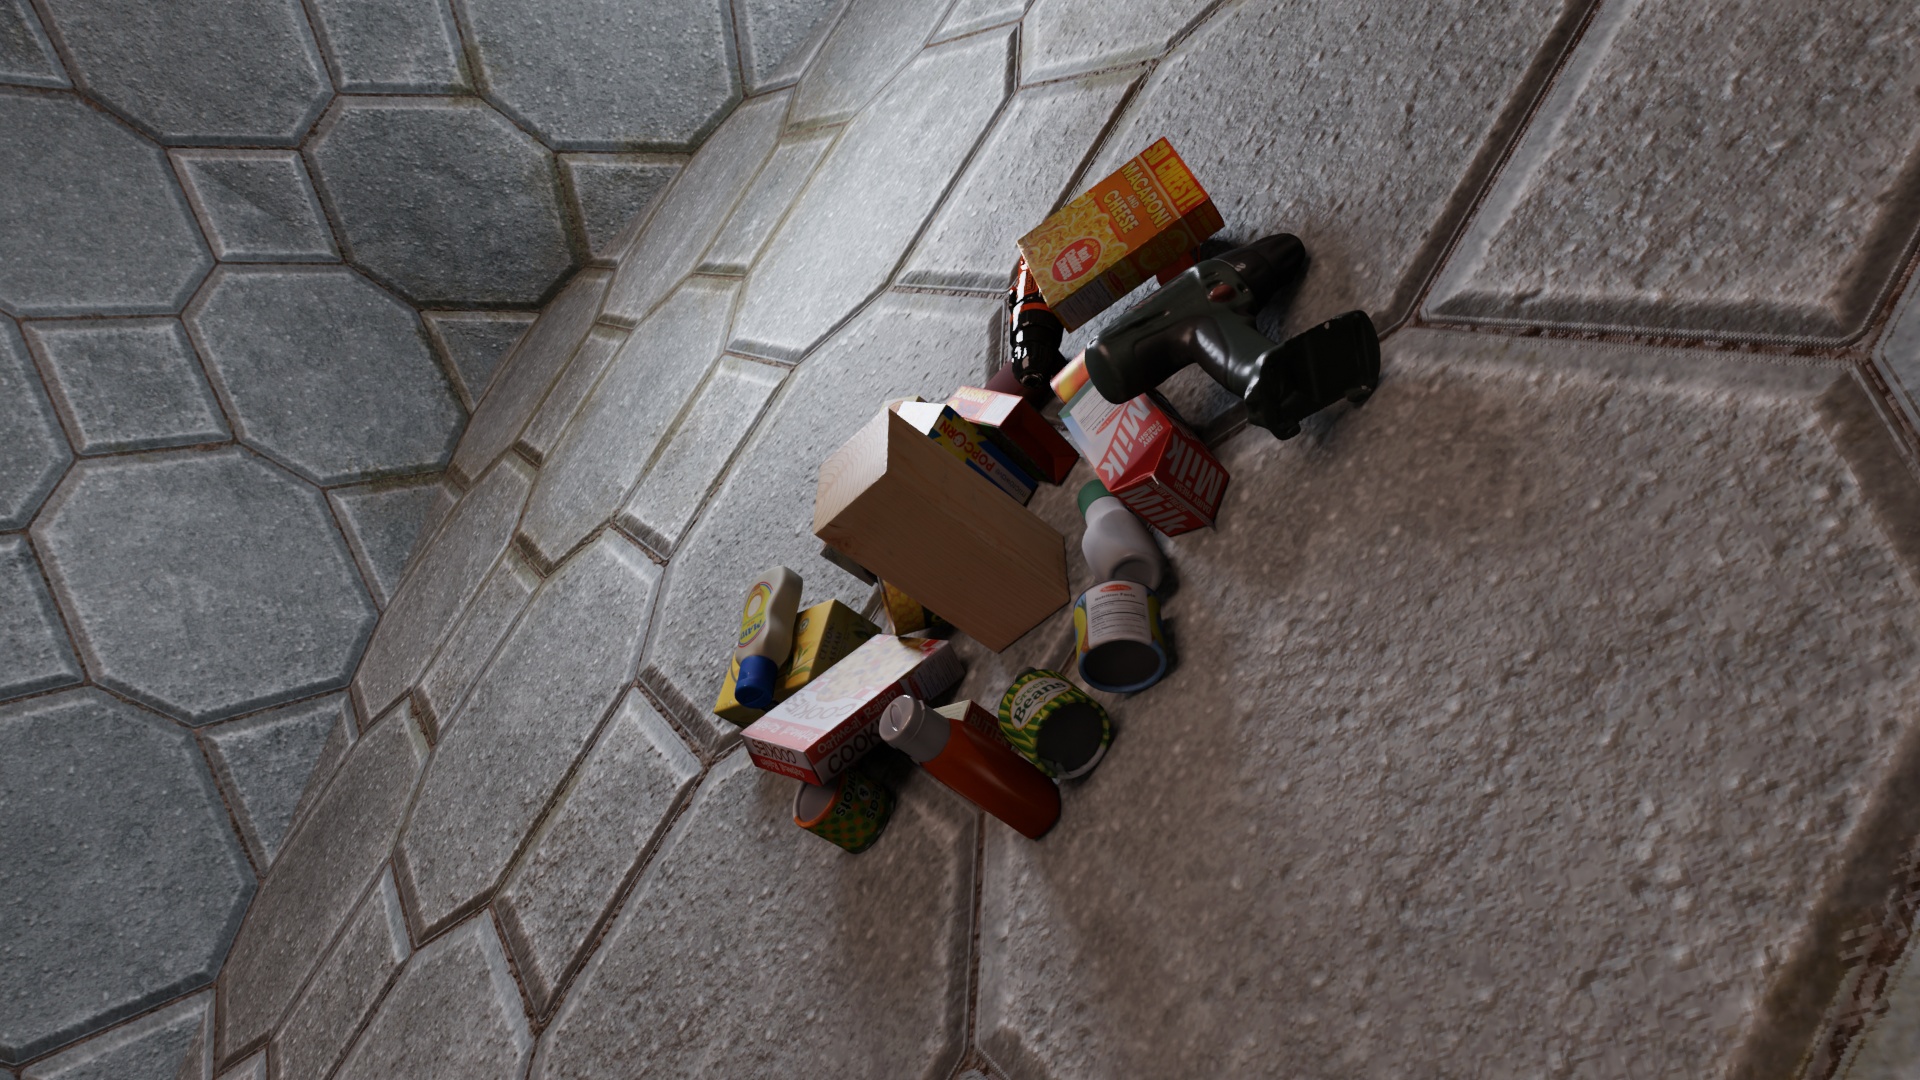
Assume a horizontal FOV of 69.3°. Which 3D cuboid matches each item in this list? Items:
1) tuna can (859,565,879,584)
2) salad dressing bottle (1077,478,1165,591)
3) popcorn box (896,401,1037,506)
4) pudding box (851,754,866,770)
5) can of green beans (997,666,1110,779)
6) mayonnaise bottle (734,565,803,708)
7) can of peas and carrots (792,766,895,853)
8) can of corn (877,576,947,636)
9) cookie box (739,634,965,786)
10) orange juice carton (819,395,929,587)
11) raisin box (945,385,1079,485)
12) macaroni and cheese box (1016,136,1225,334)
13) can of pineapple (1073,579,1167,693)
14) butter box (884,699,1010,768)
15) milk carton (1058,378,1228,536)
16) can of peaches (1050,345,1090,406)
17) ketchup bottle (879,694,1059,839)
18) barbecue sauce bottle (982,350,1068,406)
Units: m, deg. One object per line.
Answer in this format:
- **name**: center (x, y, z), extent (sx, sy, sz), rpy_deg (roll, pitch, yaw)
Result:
- **tuna can**: center (-0.060, 0.028, 1.337), extent (0.071, 0.071, 0.033), rpy_deg (4, 62, 58)
- **salad dressing bottle**: center (0.124, -0.004, 1.113), extent (0.043, 0.064, 0.148), rpy_deg (-62, 16, 21)
- **popcorn box**: center (0.001, -0.077, 1.300), extent (0.038, 0.126, 0.085), rpy_deg (-57, 28, -11)
- **pudding box**: center (-0.121, 0.197, 1.291), extent (0.083, 0.030, 0.050), rpy_deg (-10, 51, 52)
- **can of green beans**: center (0.070, 0.136, 1.033), extent (0.071, 0.071, 0.058), rpy_deg (-55, 29, -1)
- **mayonnaise bottle**: center (-0.190, 0.094, 1.349), extent (0.064, 0.041, 0.149), rpy_deg (-32, 35, 31)
- **can of peas and carrots**: center (-0.101, 0.228, 1.199), extent (0.070, 0.058, 0.071), rpy_deg (-37, 34, 30)
- **can of corn**: center (-0.039, 0.051, 1.266), extent (0.058, 0.070, 0.071), rpy_deg (-15, 30, -8)
- **cookie box**: center (-0.096, 0.146, 1.223), extent (0.168, 0.040, 0.123), rpy_deg (-35, 19, -29)
- **orange juice carton**: center (-0.076, -0.051, 1.445), extent (0.073, 0.071, 0.193), rpy_deg (-2, 58, 57)
- **raisin box**: center (0.044, -0.100, 1.301), extent (0.040, 0.086, 0.123), rpy_deg (-52, 28, -8)
- **macaroni and cheese box**: center (0.142, -0.277, 1.255), extent (0.166, 0.040, 0.124), rpy_deg (-33, 41, 13)
- **can of pineapple**: center (0.118, 0.073, 1.032), extent (0.070, 0.071, 0.058), rpy_deg (-36, 34, 30)
- **butter box**: center (-0.010, 0.161, 1.141), extent (0.103, 0.053, 0.024), rpy_deg (-21, 41, 45)
- **milk carton**: center (0.151, -0.071, 1.126), extent (0.073, 0.072, 0.191), rpy_deg (-47, 28, 14)
- **can of peaches**: center (0.122, -0.141, 1.247), extent (0.058, 0.071, 0.071), rpy_deg (-43, 31, 19)
- **ketchup bottle**: center (0.007, 0.162, 1.015), extent (0.043, 0.148, 0.065), rpy_deg (-46, 30, 13)
- **barbecue sauce bottle**: center (0.042, -0.137, 1.389), extent (0.148, 0.043, 0.065), rpy_deg (-46, 32, 17)
